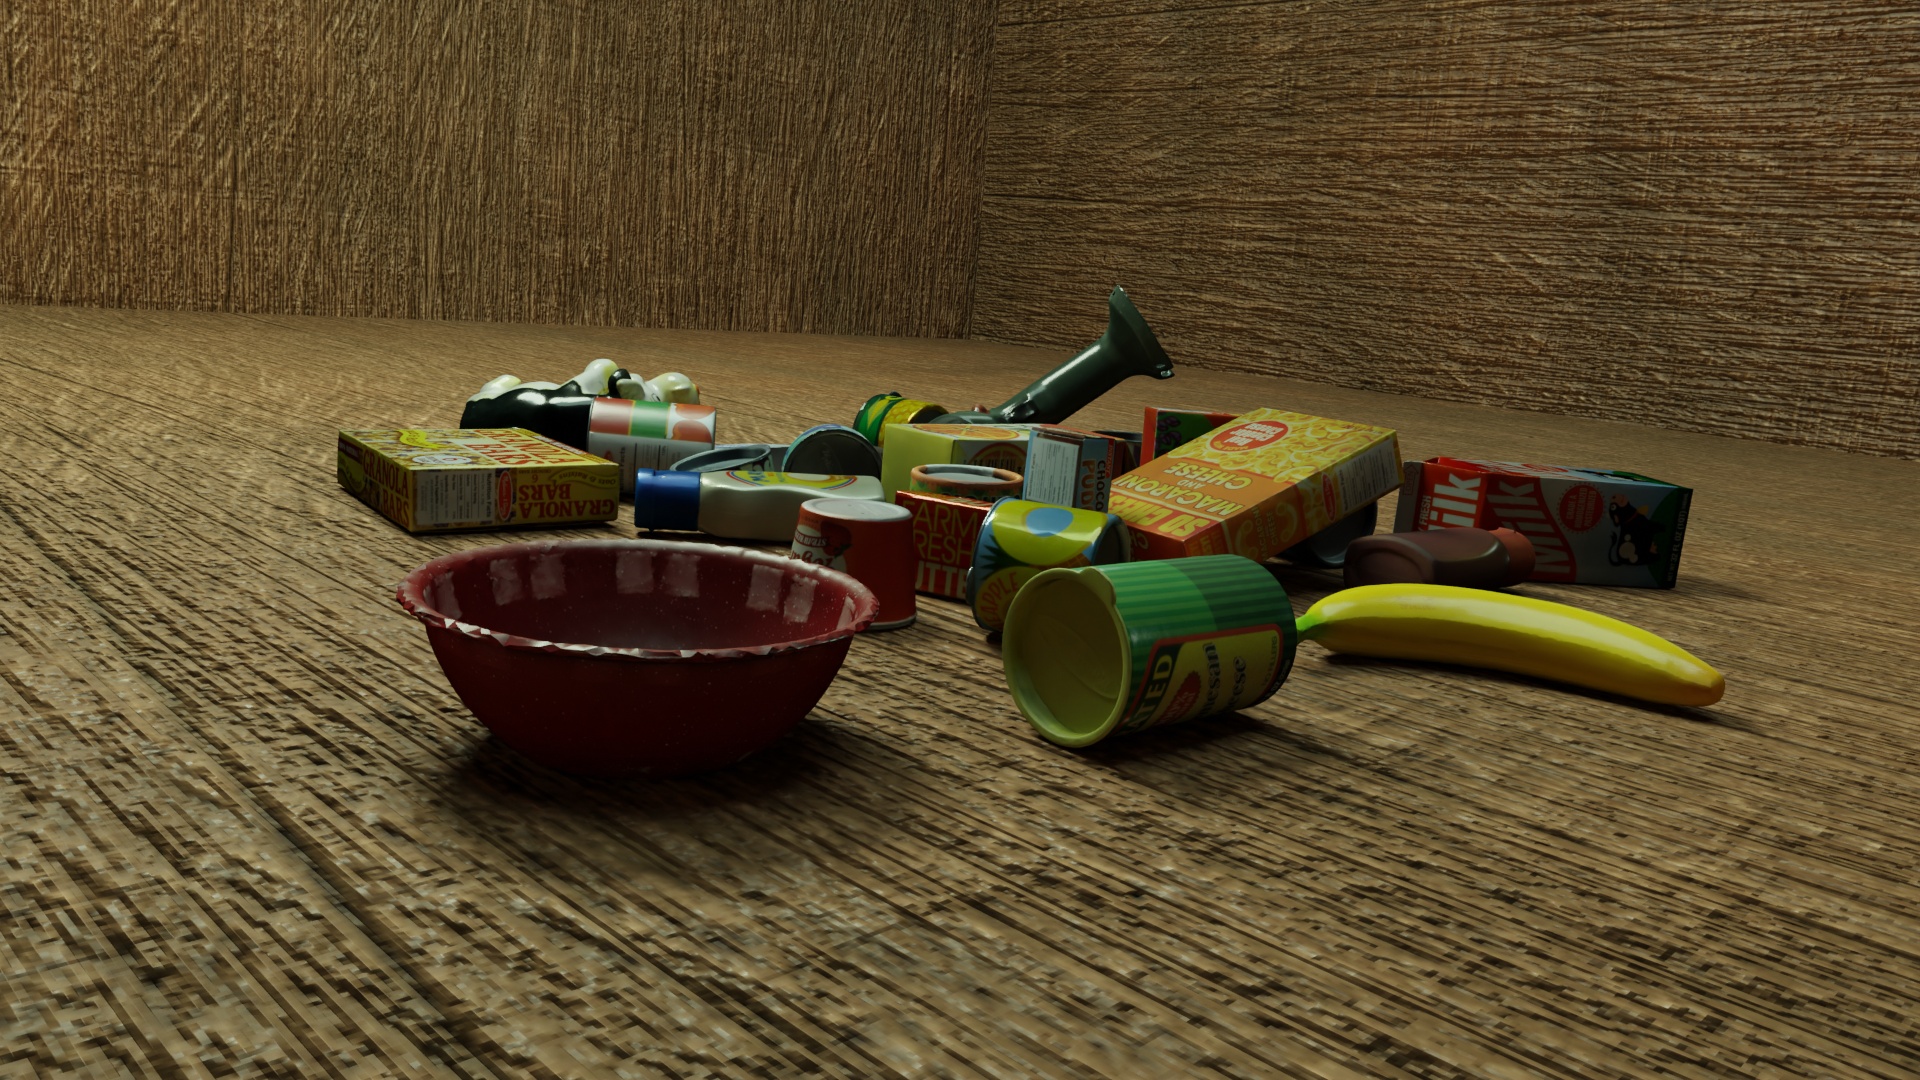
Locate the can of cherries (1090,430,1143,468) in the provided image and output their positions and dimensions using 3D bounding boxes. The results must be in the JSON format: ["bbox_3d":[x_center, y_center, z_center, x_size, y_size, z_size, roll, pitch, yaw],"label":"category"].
[{"bbox_3d":[0.132,-0.053,1.077,0.071,0.058,0.071,4,10,-1],"label":"can of cherries"}]

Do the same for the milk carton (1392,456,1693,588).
[{"bbox_3d":[0.388,-0.014,0.951,0.191,0.072,0.073,3,11,-8],"label":"milk carton"}]

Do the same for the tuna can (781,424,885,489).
[{"bbox_3d":[-0.086,-0.041,0.904,0.071,0.071,0.033,3,10,-10],"label":"tuna can"}]

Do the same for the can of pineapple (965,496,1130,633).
[{"bbox_3d":[0.043,0.017,0.660,0.058,0.071,0.071,10,12,23],"label":"can of pineapple"}]

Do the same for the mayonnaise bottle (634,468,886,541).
[{"bbox_3d":[-0.122,-0.022,0.848,0.148,0.041,0.065,3,13,-12],"label":"mayonnaise bottle"}]

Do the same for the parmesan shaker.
[{"bbox_3d":[0.077,0.038,0.544,0.103,0.071,0.071,-4,14,-41],"label":"parmesan shaker"}]

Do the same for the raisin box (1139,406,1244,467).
[{"bbox_3d":[0.195,-0.050,1.018,0.123,0.086,0.040,3,6,-8],"label":"raisin box"}]

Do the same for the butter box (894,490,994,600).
[{"bbox_3d":[0.011,0.006,0.731,0.103,0.053,0.024,11,10,28],"label":"butter box"}]

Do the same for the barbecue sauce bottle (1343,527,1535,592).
[{"bbox_3d":[0.297,0.015,0.838,0.149,0.043,0.065,-4,14,-42],"label":"barbecue sauce bottle"}]

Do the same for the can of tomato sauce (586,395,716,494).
[{"bbox_3d":[-0.212,-0.064,0.958,0.083,0.071,0.071,4,11,-9],"label":"can of tomato sauce"}]

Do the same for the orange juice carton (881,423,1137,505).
[{"bbox_3d":[0.044,-0.038,0.920,0.193,0.073,0.072,-4,14,-40],"label":"orange juice carton"}]

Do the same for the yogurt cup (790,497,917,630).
[{"bbox_3d":[-0.053,0.010,0.680,0.072,0.053,0.072,6,11,-1],"label":"yogurt cup"}]

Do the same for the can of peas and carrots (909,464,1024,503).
[{"bbox_3d":[0.003,-0.010,0.795,0.071,0.058,0.071,4,11,-1],"label":"can of peas and carrots"}]

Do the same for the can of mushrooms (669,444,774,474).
[{"bbox_3d":[-0.151,-0.039,0.905,0.071,0.033,0.071,-9,15,3],"label":"can of mushrooms"}]

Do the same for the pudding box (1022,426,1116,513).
[{"bbox_3d":[0.062,-0.023,0.827,0.030,0.083,0.049,-1,11,-40],"label":"pudding box"}]

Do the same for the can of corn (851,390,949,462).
[{"bbox_3d":[-0.045,-0.086,1.137,0.058,0.071,0.071,15,14,39],"label":"can of corn"}]

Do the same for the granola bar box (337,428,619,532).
[{"bbox_3d":[-0.305,-0.041,0.871,0.124,0.039,0.165,-4,14,-37],"label":"granola bar box"}]

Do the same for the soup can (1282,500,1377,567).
[{"bbox_3d":[0.229,-0.020,0.941,0.071,0.071,0.084,-1,11,-31],"label":"soup can"}]

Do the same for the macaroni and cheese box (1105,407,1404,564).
[{"bbox_3d":[0.166,-0.027,0.852,0.167,0.040,0.124,-26,23,-23],"label":"macaroni and cheese box"}]

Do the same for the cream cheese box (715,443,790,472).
[{"bbox_3d":[-0.179,-0.059,1.051,0.053,0.024,0.104,4,8,39],"label":"cream cheese box"}]
